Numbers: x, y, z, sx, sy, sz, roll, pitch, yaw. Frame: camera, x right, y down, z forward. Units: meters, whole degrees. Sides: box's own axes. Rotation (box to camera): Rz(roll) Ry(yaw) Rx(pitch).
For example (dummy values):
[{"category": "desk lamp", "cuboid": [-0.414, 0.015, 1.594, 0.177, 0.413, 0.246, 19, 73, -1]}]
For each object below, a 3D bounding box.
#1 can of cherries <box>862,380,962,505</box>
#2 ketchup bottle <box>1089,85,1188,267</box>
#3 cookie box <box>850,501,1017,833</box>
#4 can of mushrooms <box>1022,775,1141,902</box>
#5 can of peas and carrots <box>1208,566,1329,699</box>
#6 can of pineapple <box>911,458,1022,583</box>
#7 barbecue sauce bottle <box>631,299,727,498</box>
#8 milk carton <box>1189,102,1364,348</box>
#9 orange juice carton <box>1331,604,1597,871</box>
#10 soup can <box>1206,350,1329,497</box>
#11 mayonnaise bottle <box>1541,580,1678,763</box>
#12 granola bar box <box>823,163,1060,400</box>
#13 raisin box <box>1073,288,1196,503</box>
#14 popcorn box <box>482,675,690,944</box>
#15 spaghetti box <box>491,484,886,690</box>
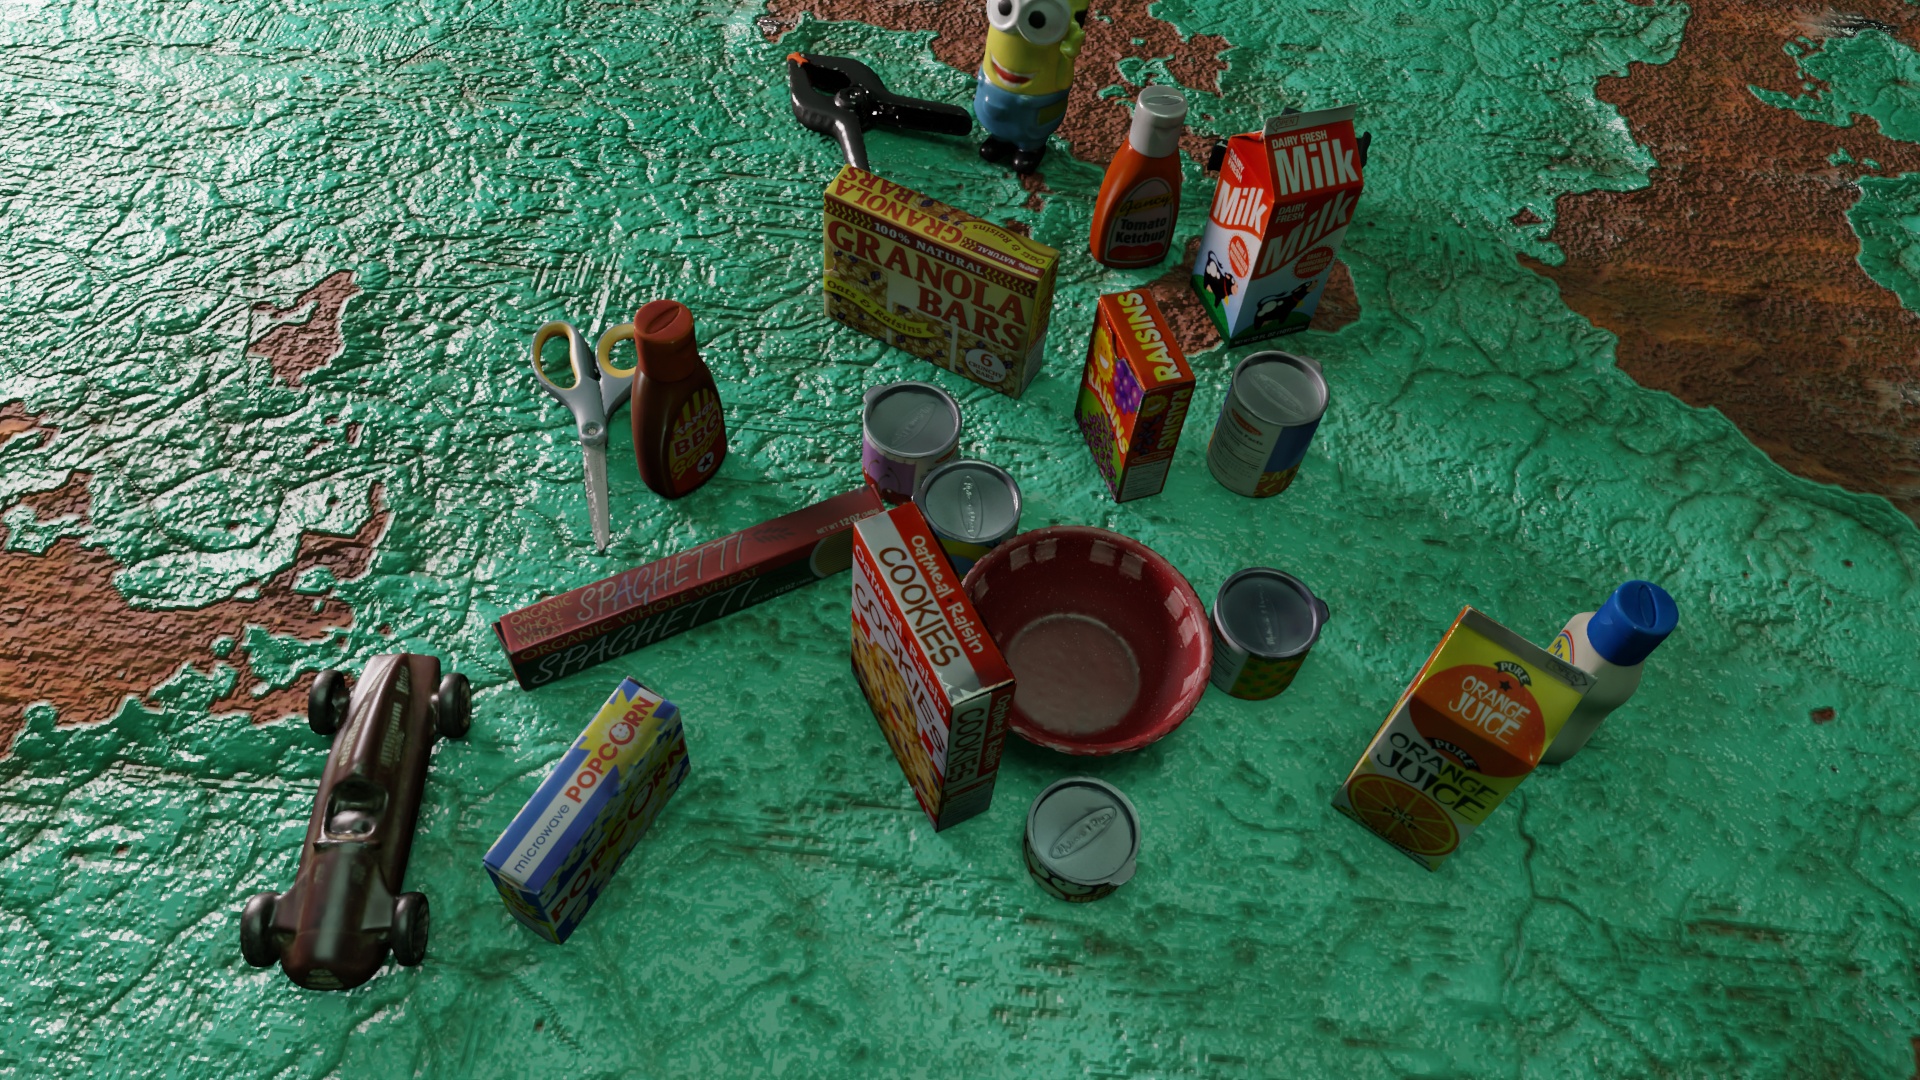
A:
[{"category": "can of cherries", "cuboid": [-0.036, -0.067, 0.946, 0.071, 0.058, 0.072, 2, 56, -3]}, {"category": "ketchup bottle", "cuboid": [0.138, -0.272, 1.047, 0.065, 0.148, 0.044, -6, 57, -9]}, {"category": "cookie box", "cuboid": [-0.019, 0.075, 0.785, 0.040, 0.166, 0.123, -21, 60, -18]}, {"category": "can of mushrooms", "cuboid": [0.071, 0.175, 0.805, 0.071, 0.033, 0.071, 2, 56, -3]}, {"category": "can of peas and carrots", "cuboid": [0.191, 0.059, 0.880, 0.071, 0.058, 0.071, 2, 56, -3]}, {"category": "can of pineapple", "cuboid": [0.003, -0.011, 0.912, 0.071, 0.057, 0.071, 2, 56, -3]}, {"category": "barbecue sauce bottle", "cuboid": [-0.184, -0.092, 0.895, 0.044, 0.147, 0.065, 33, 60, 17]}, {"category": "milk carton", "cuboid": [0.229, -0.234, 1.003, 0.072, 0.189, 0.074, -14, 58, -14]}, {"category": "orange juice carton", "cuboid": [0.281, 0.104, 0.776, 0.072, 0.191, 0.073, 33, 60, 16]}, {"category": "soup can", "cuboid": [0.213, -0.081, 0.962, 0.071, 0.083, 0.072, 2, 56, -3]}, {"category": "mayonnaise bottle", "cuboid": [0.375, 0.077, 0.831, 0.041, 0.147, 0.065, 9, 56, 1]}, {"category": "granola bar box", "cuboid": [-0.018, -0.181, 0.985, 0.166, 0.123, 0.039, 25, 58, 12]}, {"category": "raisin box", "cuboid": [0.115, -0.097, 0.940, 0.040, 0.122, 0.086, -12, 58, -13]}, {"category": "popcorn box", "cuboid": [-0.202, 0.150, 0.767, 0.038, 0.084, 0.127, 26, 58, 12]}, {"category": "spaghetti box", "cuboid": [-0.164, 0.028, 0.875, 0.251, 0.050, 0.029, -21, 60, -18]}]
